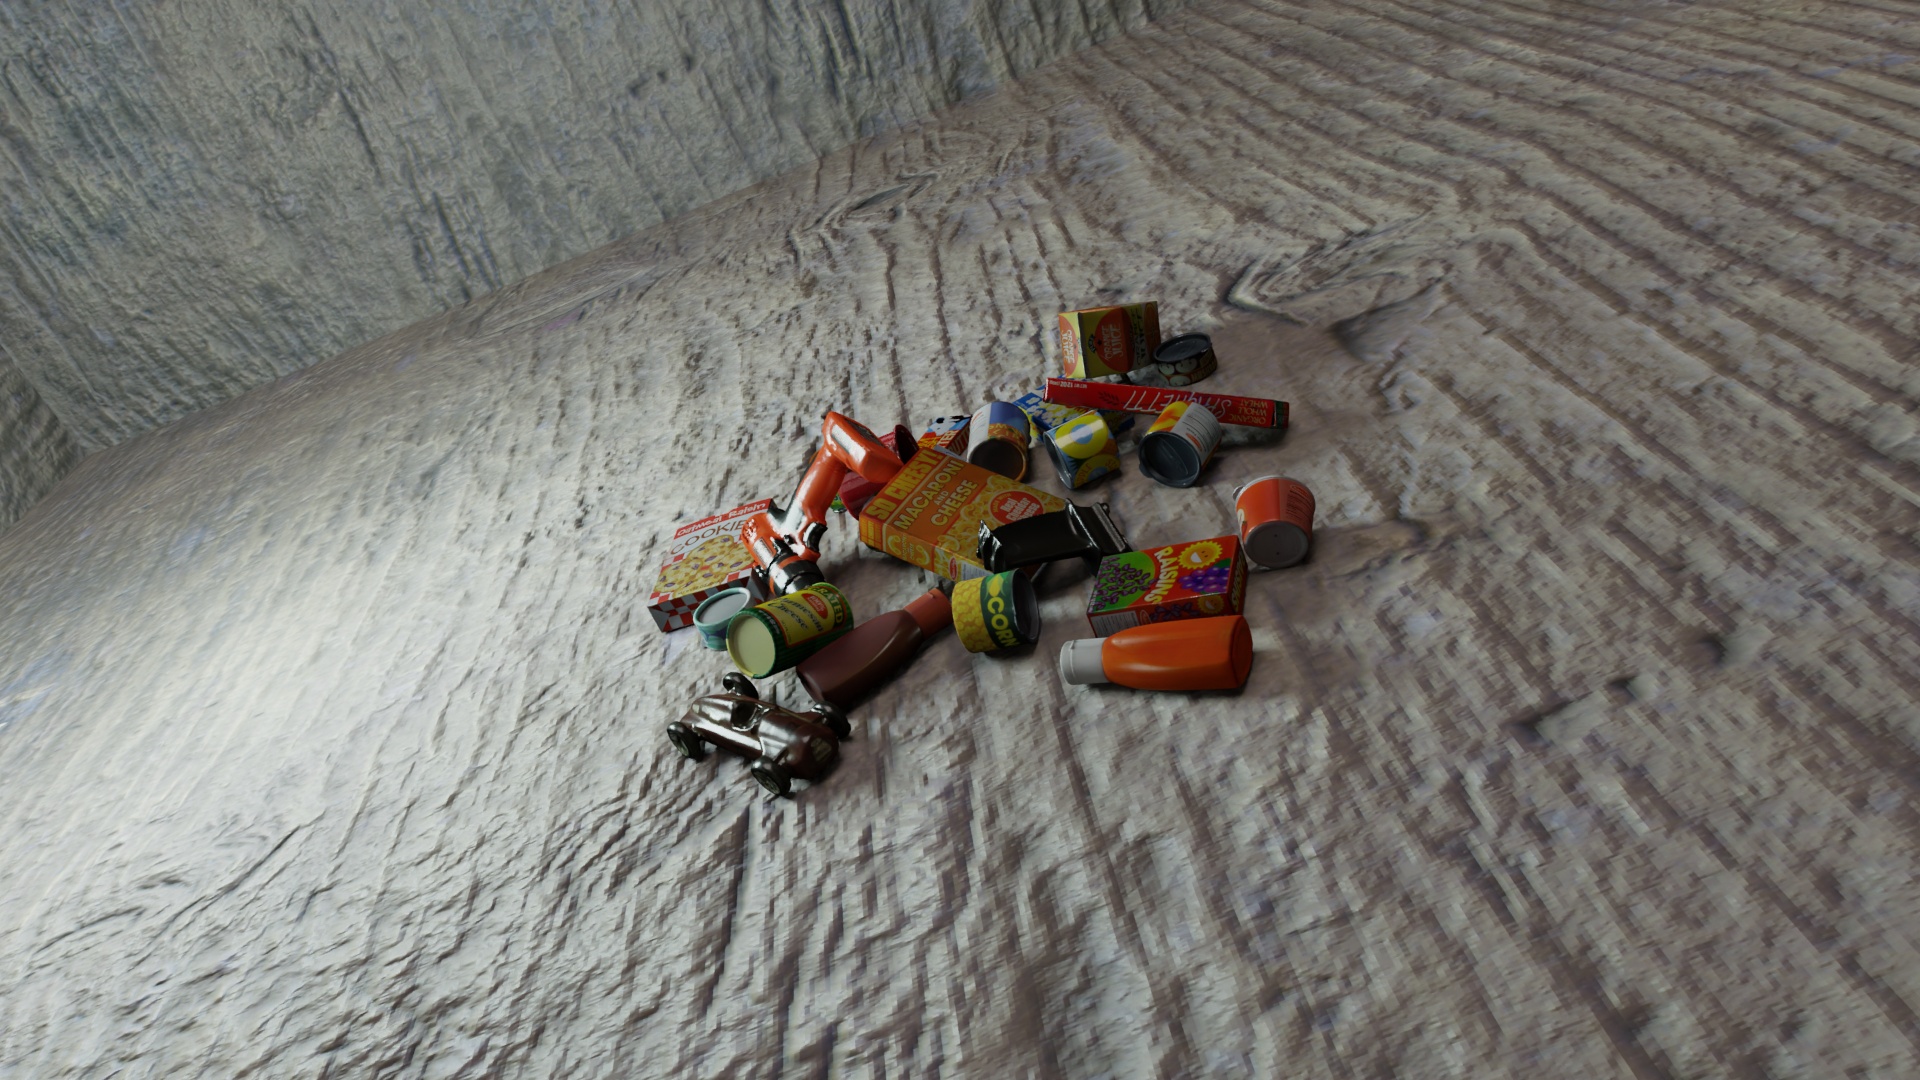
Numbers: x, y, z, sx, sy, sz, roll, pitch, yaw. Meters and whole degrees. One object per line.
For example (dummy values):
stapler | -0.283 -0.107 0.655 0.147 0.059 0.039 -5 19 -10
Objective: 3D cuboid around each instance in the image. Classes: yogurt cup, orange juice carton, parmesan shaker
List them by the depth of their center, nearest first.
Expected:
yogurt cup | 0.268 -0.014 1.181 0.072 0.072 0.054 -12 38 20
parmesan shaker | -0.155 0.085 1.283 0.071 0.071 0.103 1 13 37
orange juice carton | 0.161 -0.221 1.526 0.073 0.071 0.193 -3 10 23

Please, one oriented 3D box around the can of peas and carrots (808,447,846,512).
can of peas and carrots | -0.133 -0.075 1.583 0.071 0.058 0.071 -18 28 10

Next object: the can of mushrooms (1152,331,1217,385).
can of mushrooms | 0.252 -0.202 1.545 0.071 0.033 0.071 -18 28 10

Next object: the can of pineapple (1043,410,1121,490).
can of pineapple | 0.125 -0.091 1.416 0.058 0.070 0.071 -25 28 -4

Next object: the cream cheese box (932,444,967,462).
cream cheese box | -0.018 -0.066 1.471 0.053 0.024 0.104 28 24 0

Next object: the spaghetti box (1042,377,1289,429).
spaghetti box | 0.207 -0.139 1.408 0.250 0.028 0.050 9 7 28

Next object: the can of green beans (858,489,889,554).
can of green beans | -0.061 -0.016 1.422 0.058 0.071 0.071 13 45 47

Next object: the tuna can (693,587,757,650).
tuna can | -0.240 0.081 1.422 0.071 0.032 0.071 -17 29 10

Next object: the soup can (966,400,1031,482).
soup can | 0.044 -0.101 1.494 0.071 0.071 0.084 -16 30 13

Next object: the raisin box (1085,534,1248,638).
raisin box | 0.176 0.043 1.176 0.123 0.040 0.086 -11 30 24

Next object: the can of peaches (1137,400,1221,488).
can of peaches | 0.213 -0.094 1.355 0.071 0.071 0.058 0 36 37

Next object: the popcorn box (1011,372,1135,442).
popcorn box | 0.123 -0.140 1.529 0.085 0.038 0.127 -30 29 -11

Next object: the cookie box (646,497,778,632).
cookie box | -0.266 0.024 1.530 0.123 0.040 0.168 -17 29 11

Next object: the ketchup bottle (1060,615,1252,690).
ketchup bottle | 0.153 0.092 1.103 0.148 0.043 0.065 -7 31 28

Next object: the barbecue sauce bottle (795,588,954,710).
barbecue sauce bottle | -0.073 0.097 1.261 0.149 0.043 0.065 -33 35 -19

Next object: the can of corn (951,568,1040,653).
can of corn | 0.031 0.064 1.217 0.058 0.071 0.071 -13 30 20

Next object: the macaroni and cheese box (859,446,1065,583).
macaroni and cheese box | 0.005 -0.017 1.335 0.166 0.040 0.124 22 46 20

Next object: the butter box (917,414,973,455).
butter box | -0.024 -0.107 1.595 0.053 0.024 0.104 -3 34 34
